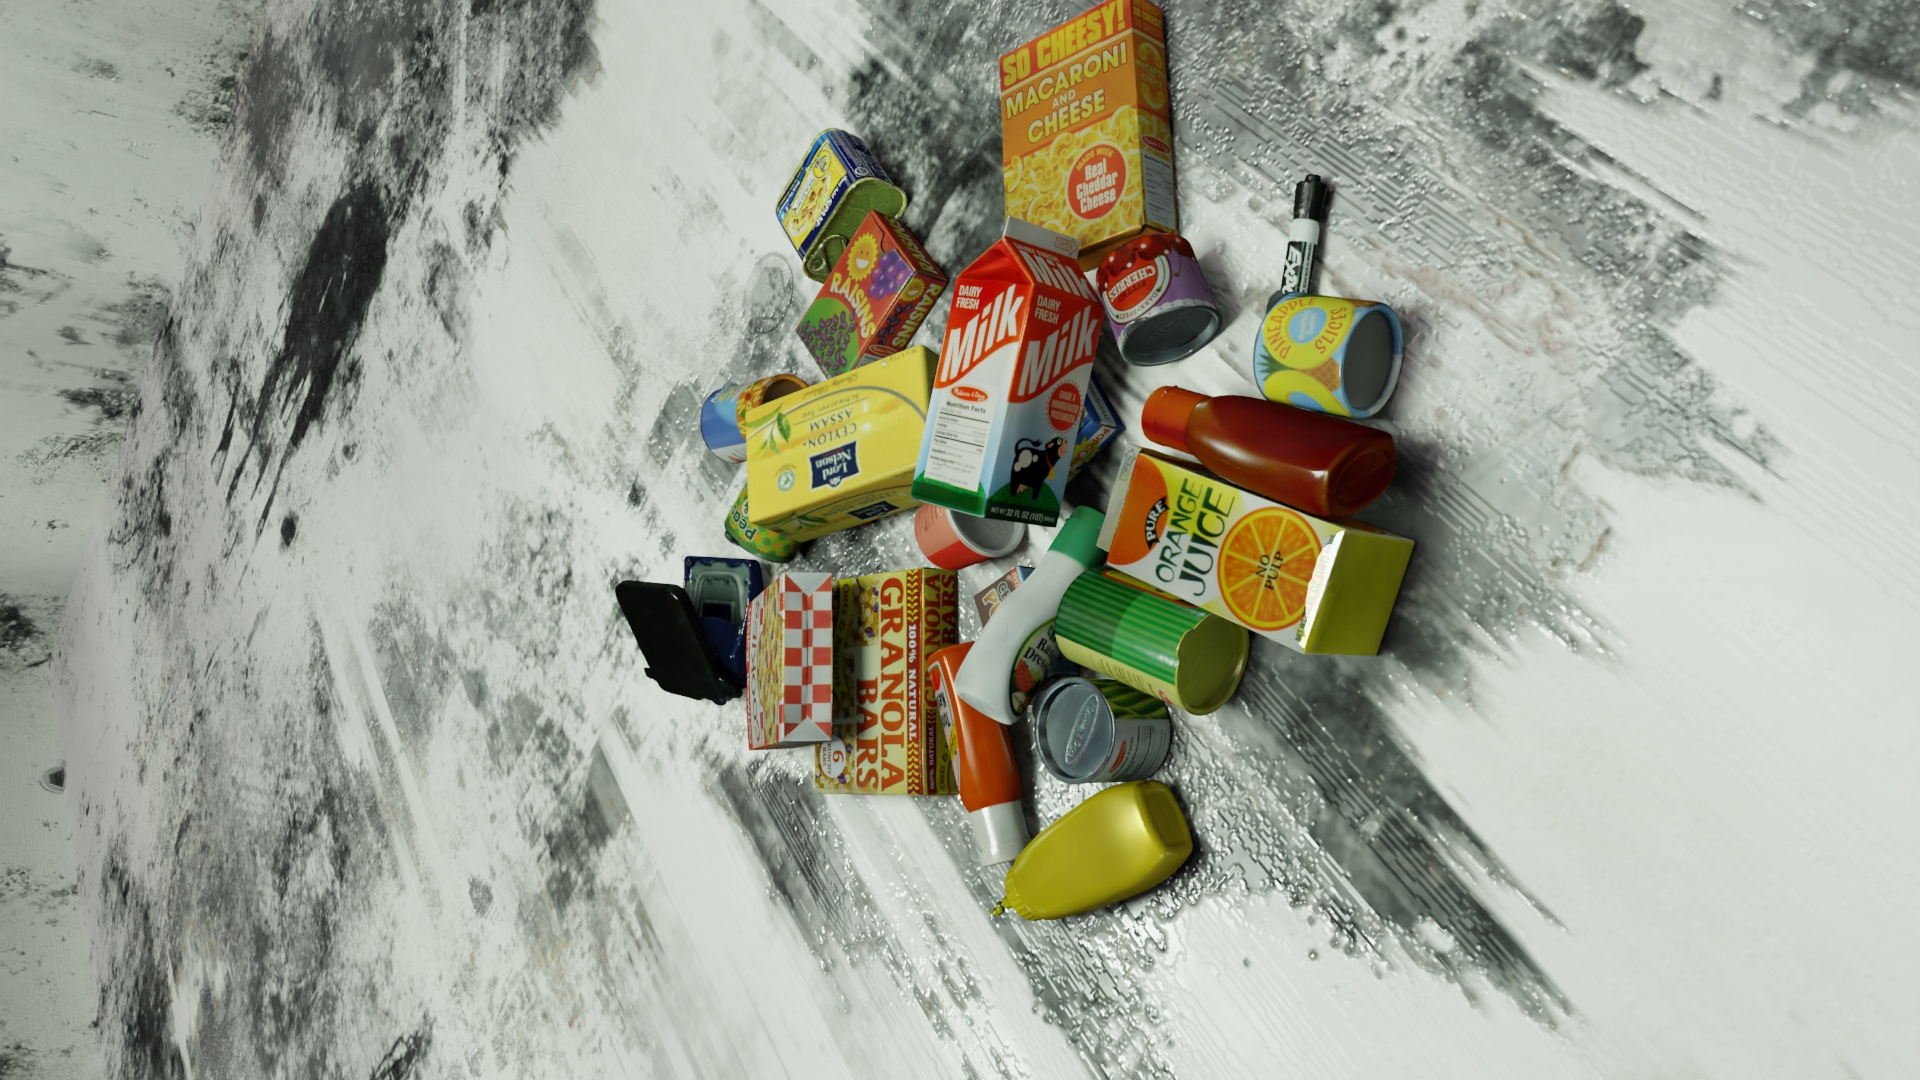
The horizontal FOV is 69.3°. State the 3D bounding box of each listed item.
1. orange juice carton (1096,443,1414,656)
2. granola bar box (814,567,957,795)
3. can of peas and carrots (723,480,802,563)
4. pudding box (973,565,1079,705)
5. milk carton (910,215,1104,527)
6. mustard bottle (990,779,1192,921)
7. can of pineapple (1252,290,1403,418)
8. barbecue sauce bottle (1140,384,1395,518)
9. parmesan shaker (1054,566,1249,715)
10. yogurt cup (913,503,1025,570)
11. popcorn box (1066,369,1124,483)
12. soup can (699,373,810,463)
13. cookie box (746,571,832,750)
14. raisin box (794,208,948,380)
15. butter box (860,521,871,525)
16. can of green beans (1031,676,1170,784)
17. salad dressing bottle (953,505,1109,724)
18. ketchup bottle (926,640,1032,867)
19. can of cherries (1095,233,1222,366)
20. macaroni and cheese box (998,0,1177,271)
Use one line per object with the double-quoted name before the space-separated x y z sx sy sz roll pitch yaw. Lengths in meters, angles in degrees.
"orange juice carton" 0.157 0.001 0.818 0.193 0.073 0.071 26 104 45
"granola bar box" -0.058 0.108 1.045 0.124 0.039 0.165 -10 77 44
"can of peas and carrots" -0.154 -0.024 1.142 0.071 0.071 0.058 51 118 38
"pudding box" 0.045 0.065 0.953 0.049 0.030 0.084 -35 60 36
"milk carton" 0.035 -0.110 0.906 0.073 0.072 0.190 16 96 45
"mustard bottle" 0.074 0.207 0.888 0.159 0.049 0.065 -38 62 36
"can of pineapple" 0.208 -0.106 0.786 0.058 0.071 0.071 18 97 45
"barbecue sauce bottle" 0.167 -0.056 0.787 0.149 0.065 0.043 25 132 47
"parmesan shaker" 0.115 0.058 0.854 0.103 0.071 0.071 21 99 46
"yogurt cup" 0.004 -0.012 0.986 0.053 0.072 0.072 -31 62 48
"popcorn box" 0.051 -0.101 0.968 0.085 0.038 0.127 -45 55 33
"soup can" -0.169 -0.105 1.173 0.083 0.071 0.071 -7 79 44
"cookie box" -0.135 0.098 1.076 0.167 0.040 0.123 148 122 -70
"raisin box" -0.073 -0.187 1.108 0.123 0.040 0.086 -53 50 25
"butter box" -0.087 -0.067 1.113 0.053 0.024 0.104 -47 54 29
"can of green beans" 0.090 0.120 0.879 0.071 0.058 0.071 -8 78 45
"salad dressing bottle" 0.053 0.046 0.898 0.044 0.064 0.148 24 73 32
"ketchup bottle" 0.015 0.147 0.955 0.064 0.043 0.149 107 150 -73
"can of cherries" 0.123 -0.153 0.878 0.071 0.071 0.058 -35 60 37
"macaroni and cheese box" 0.085 -0.273 0.959 0.123 0.040 0.166 -12 76 44
